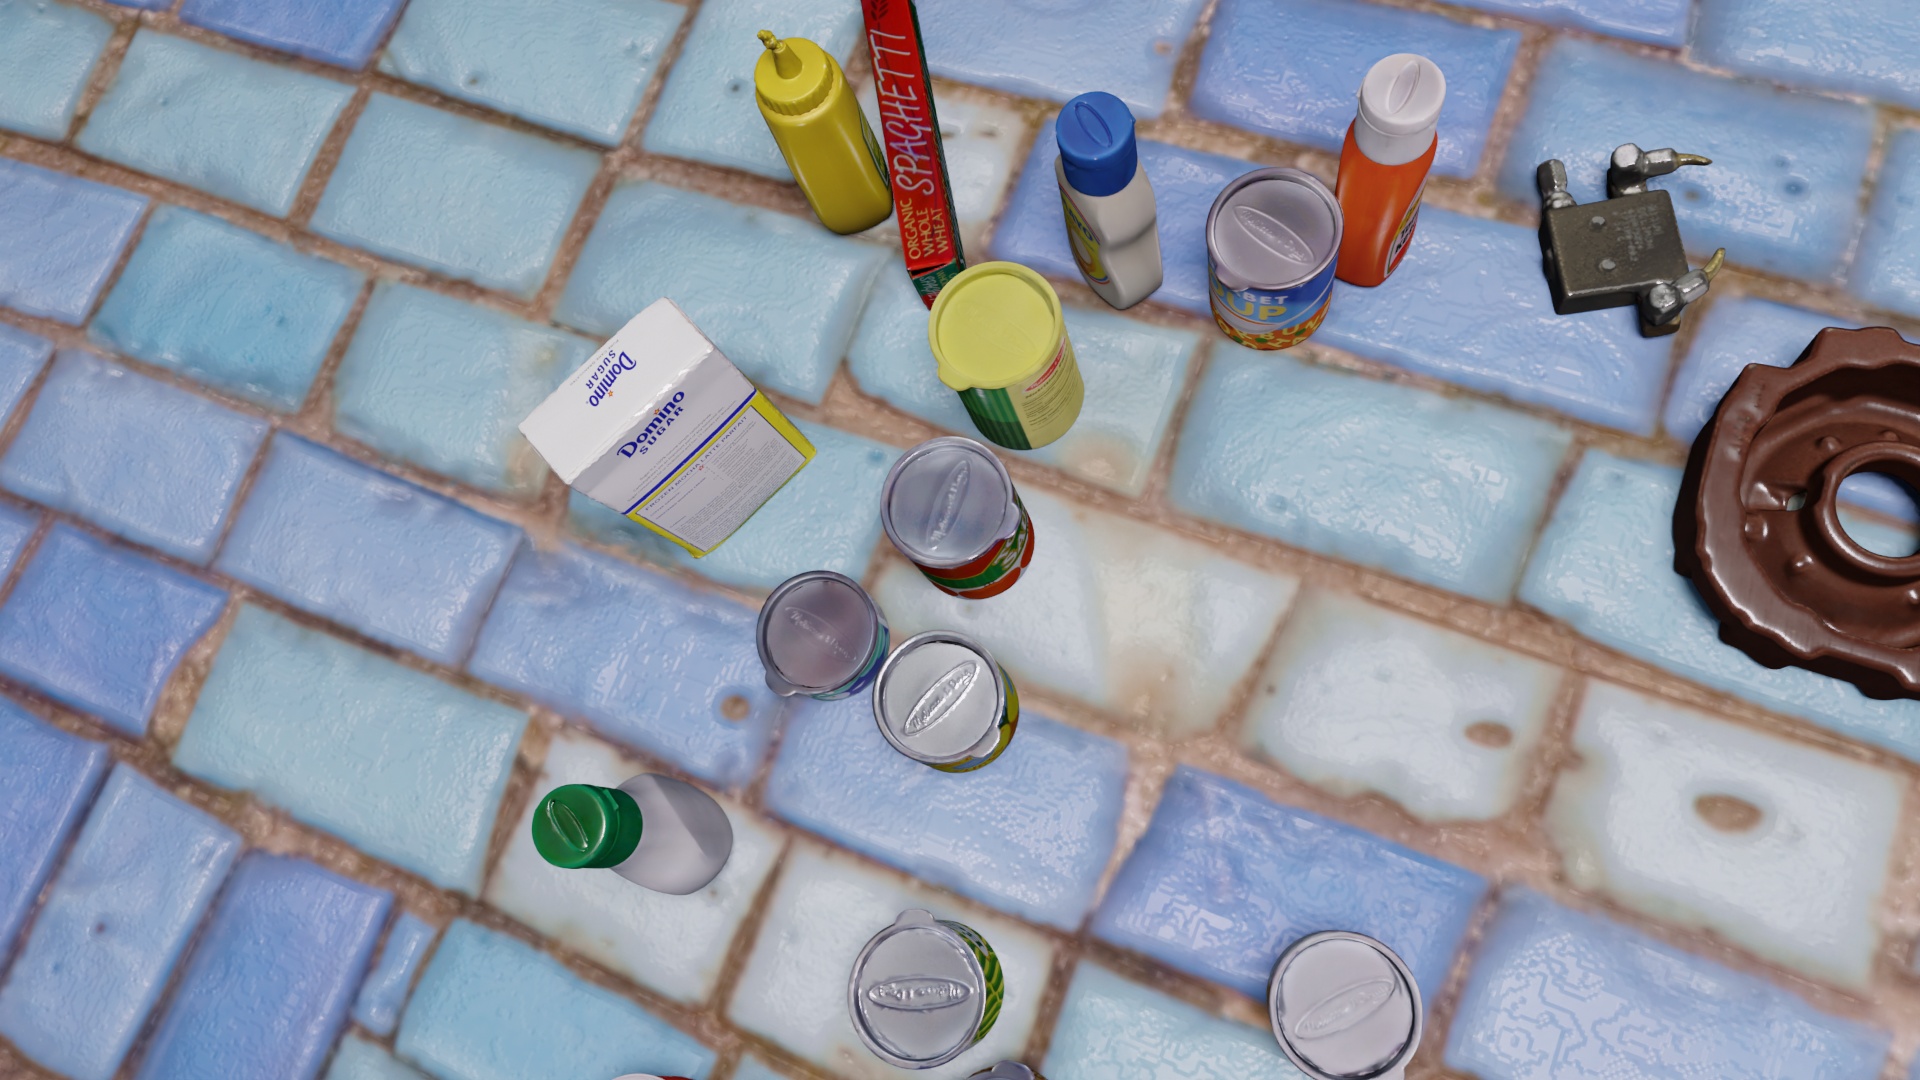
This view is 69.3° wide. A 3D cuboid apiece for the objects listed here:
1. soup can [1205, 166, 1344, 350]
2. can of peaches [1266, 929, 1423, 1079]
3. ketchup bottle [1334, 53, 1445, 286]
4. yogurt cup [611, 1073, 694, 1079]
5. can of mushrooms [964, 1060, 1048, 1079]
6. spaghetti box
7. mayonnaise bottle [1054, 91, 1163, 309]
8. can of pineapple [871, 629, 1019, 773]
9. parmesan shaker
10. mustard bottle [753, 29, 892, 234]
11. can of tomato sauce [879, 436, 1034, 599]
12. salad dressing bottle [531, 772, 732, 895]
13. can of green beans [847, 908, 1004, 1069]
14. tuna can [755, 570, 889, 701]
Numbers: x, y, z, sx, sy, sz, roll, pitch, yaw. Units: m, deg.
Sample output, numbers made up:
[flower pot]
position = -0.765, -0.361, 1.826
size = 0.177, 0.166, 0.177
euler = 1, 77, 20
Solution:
[soup can]
position = 0.159, -0.141, 0.718
size = 0.071, 0.083, 0.071
euler = -3, 75, 10
[can of peaches]
position = 0.174, 0.214, 0.634
size = 0.071, 0.058, 0.071
euler = -3, 75, 10
[ketchup bottle]
position = 0.209, -0.183, 0.686
size = 0.043, 0.148, 0.065
euler = 22, 81, 15
[yogurt cup]
position = -0.149, 0.293, 0.675
size = 0.072, 0.054, 0.072
euler = -3, 75, 10
[can of mushrooms]
position = 0.021, 0.282, 0.657
size = 0.071, 0.033, 0.071
euler = -3, 75, 10
[spaghetti box]
position = -0.032, -0.255, 0.803
size = 0.029, 0.050, 0.250
euler = -12, 73, 8
[mayonnaise bottle]
position = 0.074, -0.174, 0.709
size = 0.041, 0.148, 0.065
euler = -32, 72, 1
[can of pineapple]
position = -0.005, 0.084, 0.702
size = 0.071, 0.057, 0.071
euler = -3, 75, 10
[parmesan shaker]
position = 0.024, -0.090, 0.720
size = 0.071, 0.103, 0.071
euler = -3, 75, 10
[mustard bottle]
position = -0.076, -0.224, 0.745
size = 0.049, 0.160, 0.065
euler = -19, 73, 6
[can of tomato sauce]
position = 0.003, -0.009, 0.713
size = 0.071, 0.083, 0.071
euler = -3, 75, 10
[salad dressing bottle]
position = -0.156, 0.140, 0.669
size = 0.044, 0.147, 0.064
euler = -39, 72, -1
[can of green beans]
position = -0.015, 0.216, 0.669
size = 0.071, 0.057, 0.071
euler = -3, 75, 10
[tuna can]
position = -0.074, 0.053, 0.737
size = 0.071, 0.032, 0.071
euler = -3, 75, 10
